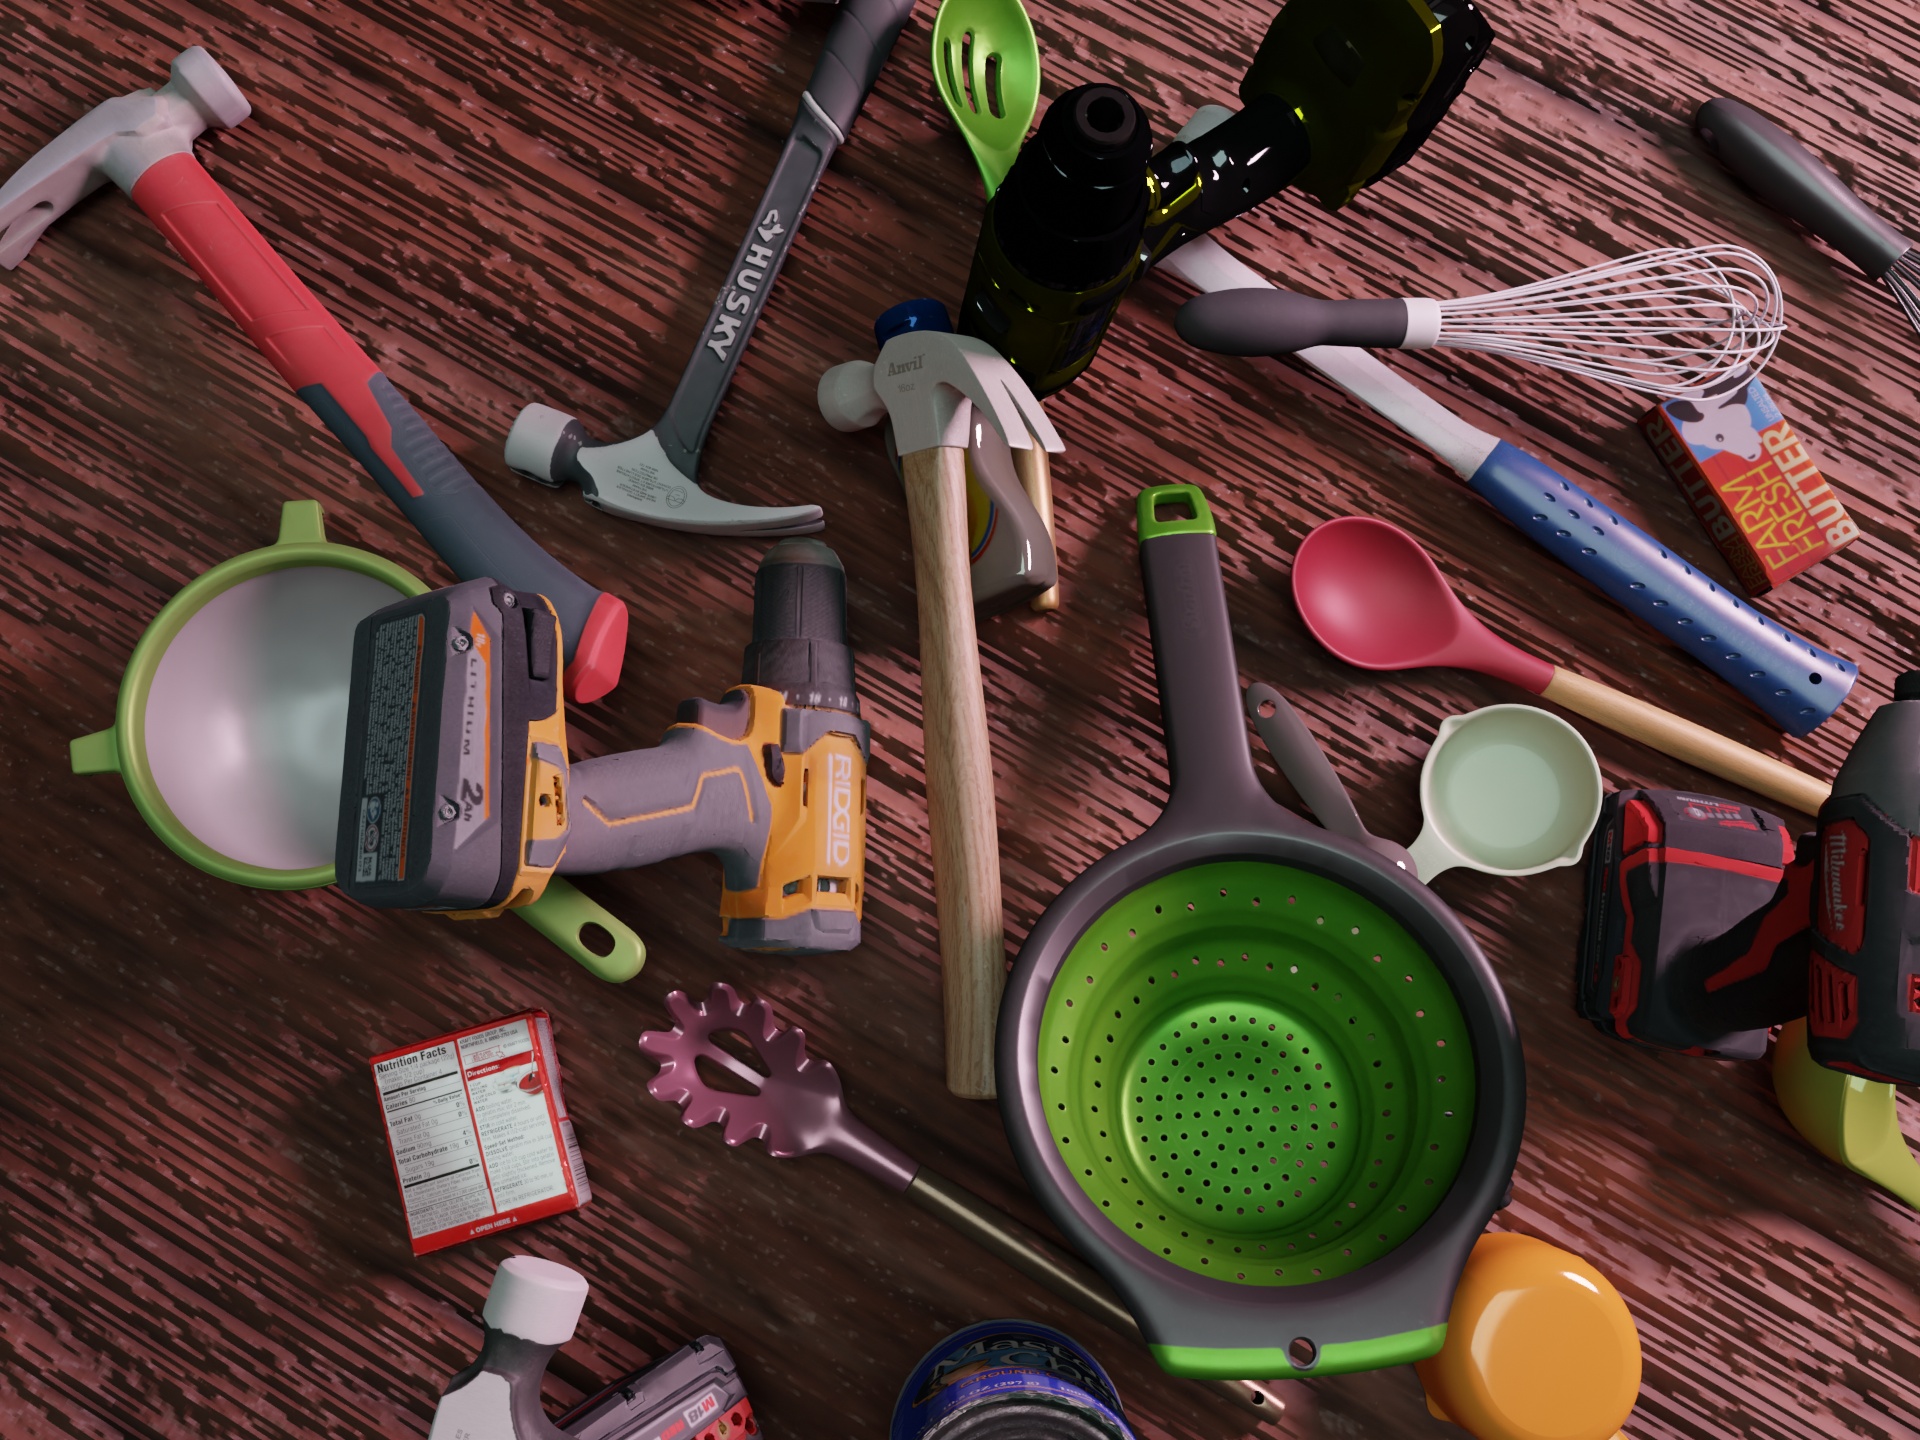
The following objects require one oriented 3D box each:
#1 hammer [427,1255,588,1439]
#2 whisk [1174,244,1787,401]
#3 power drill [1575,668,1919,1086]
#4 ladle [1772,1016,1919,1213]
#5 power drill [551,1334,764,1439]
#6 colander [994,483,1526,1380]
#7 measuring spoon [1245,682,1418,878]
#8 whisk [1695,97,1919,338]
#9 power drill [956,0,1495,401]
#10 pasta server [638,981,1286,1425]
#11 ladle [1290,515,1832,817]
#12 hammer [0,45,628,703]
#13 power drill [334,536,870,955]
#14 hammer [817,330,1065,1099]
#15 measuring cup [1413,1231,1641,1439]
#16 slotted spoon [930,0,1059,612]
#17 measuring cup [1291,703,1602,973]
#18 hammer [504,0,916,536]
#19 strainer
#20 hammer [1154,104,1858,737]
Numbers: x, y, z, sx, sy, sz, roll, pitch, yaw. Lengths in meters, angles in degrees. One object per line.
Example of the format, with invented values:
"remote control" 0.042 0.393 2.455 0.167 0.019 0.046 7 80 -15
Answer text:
"hammer" -0.020 0.300 0.523 0.335 0.035 0.146 17 79 3
"whisk" 0.236 -0.178 0.717 0.284 0.070 0.070 -2 79 -6
"power drill" 0.325 0.067 0.622 0.078 0.219 0.143 10 79 1
"ladle" 0.465 0.246 0.675 0.078 0.062 0.320 -37 84 -35
"power drill" -0.108 0.372 0.586 0.080 0.188 0.227 -38 78 35
"colander" 0.113 0.078 0.695 0.204 0.094 0.397 -5 61 2
"measuring spoon" 0.162 0.032 0.716 0.034 0.018 0.124 -37 66 16
"whisk" 0.450 -0.223 0.770 0.055 0.055 0.239 -42 78 -8
"power drill" 0.103 -0.237 0.661 0.228 0.190 0.080 -36 85 -12
"pasta server" 0.003 0.212 0.683 0.316 0.040 0.060 32 77 4
"ladle" 0.296 -0.010 0.736 0.315 0.031 0.069 24 82 2
"hammer" -0.296 -0.144 0.730 0.143 0.038 0.386 -41 77 -7
"power drill" -0.126 0.000 0.647 0.084 0.226 0.185 -8 77 42
"hammer" -0.001 -0.002 0.689 0.031 0.130 0.331 -6 92 -40
"measuring cup" 0.267 0.295 0.662 0.095 0.052 0.174 -40 80 -8
"slotted spoon" 0.023 -0.206 0.766 0.070 0.031 0.314 0 80 -40
"measuring cup" 0.213 0.062 0.721 0.167 0.038 0.083 -42 74 9
"hammer" -0.070 -0.277 0.778 0.149 0.036 0.409 22 79 2
"strainer" -0.240 0.033 0.700 0.256 0.069 0.151 37 79 3
"hammer" 0.235 -0.125 0.752 0.405 0.035 0.144 37 80 6
